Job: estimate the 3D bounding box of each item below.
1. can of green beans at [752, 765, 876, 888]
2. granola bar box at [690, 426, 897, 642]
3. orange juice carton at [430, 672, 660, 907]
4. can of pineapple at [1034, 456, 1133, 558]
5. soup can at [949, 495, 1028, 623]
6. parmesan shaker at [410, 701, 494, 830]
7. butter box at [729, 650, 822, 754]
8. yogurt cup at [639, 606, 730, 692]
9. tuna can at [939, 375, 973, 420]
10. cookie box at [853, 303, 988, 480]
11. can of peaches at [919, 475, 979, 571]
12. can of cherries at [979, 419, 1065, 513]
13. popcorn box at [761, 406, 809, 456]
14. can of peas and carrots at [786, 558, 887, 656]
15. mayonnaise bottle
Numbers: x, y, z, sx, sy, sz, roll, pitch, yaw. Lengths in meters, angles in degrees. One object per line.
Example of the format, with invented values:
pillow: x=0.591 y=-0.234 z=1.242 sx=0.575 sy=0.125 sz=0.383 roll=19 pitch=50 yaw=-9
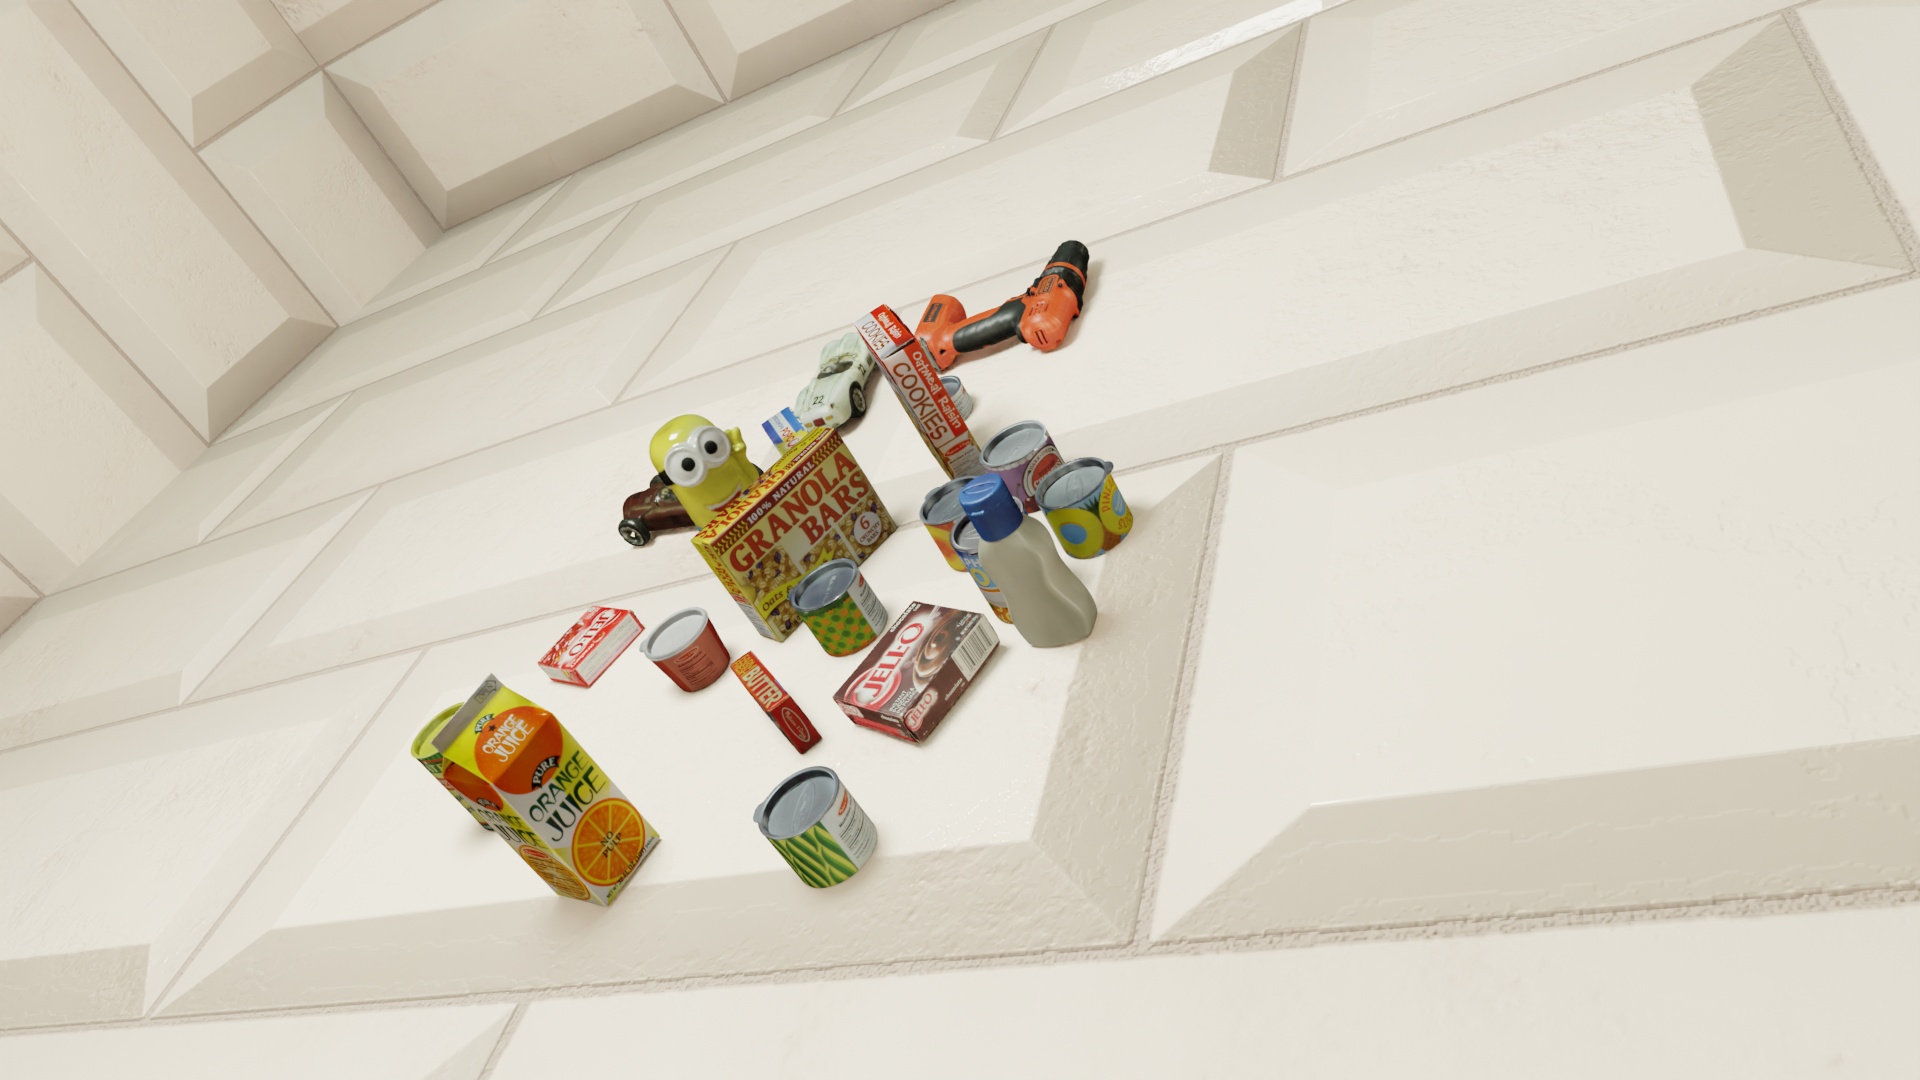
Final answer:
can of green beans: x=-0.102 y=0.205 z=0.992 sx=0.071 sy=0.057 sz=0.071 roll=-23 pitch=31 yaw=15
granola bar box: x=-0.150 y=-0.007 z=1.287 sx=0.166 sy=0.123 sz=0.039 roll=-46 pitch=33 yaw=-24
orange juice carton: x=-0.327 y=0.194 z=1.077 sx=0.073 sy=0.192 sz=0.072 roll=-2 pitch=40 yaw=41
can of pineapple: x=0.105 y=-0.027 z=1.154 sx=0.071 sy=0.057 sz=0.071 roll=-23 pitch=31 yaw=15
soup can: x=0.038 y=0.018 z=1.121 sx=0.071 sy=0.083 sz=0.072 roll=-23 pitch=31 yaw=15
parmesan shaker: x=-0.430 y=0.203 z=1.246 sx=0.071 sy=0.102 sz=0.072 roll=-23 pitch=31 yaw=15
butter box: x=-0.154 y=0.133 z=1.152 sx=0.024 sy=0.053 sz=0.103 roll=-38 pitch=30 yaw=-11
yogurt cup: x=-0.250 y=0.103 z=1.283 sx=0.072 sy=0.053 sz=0.073 roll=-23 pitch=31 yaw=15
tuna can: x=-0.024 y=-0.141 z=1.467 sx=0.071 sy=0.032 sz=0.071 roll=-23 pitch=31 yaw=14
cookie box: x=-0.034 y=-0.136 z=1.332 sx=0.040 sy=0.167 sz=0.123 roll=-32 pitch=30 yaw=-1
can of peaches: x=0.004 y=-0.015 z=1.227 sx=0.071 sy=0.058 sz=0.071 roll=-23 pitch=31 yaw=15
can of cherries: x=0.061 y=-0.066 z=1.251 sx=0.071 sy=0.058 sz=0.072 roll=-23 pitch=31 yaw=15
popcorn box: x=-0.158 y=-0.080 z=1.444 sx=0.038 sy=0.085 sz=0.127 roll=-34 pitch=30 yaw=-4
can of peas and carrots: x=-0.108 y=0.060 z=1.214 sx=0.071 sy=0.058 sz=0.071 roll=-23 pitch=31 yaw=15
mayonnaise bottle: x=0.048 y=0.016 z=1.050 sx=0.064 sy=0.147 sz=0.041 roll=-11 pitch=35 yaw=31
